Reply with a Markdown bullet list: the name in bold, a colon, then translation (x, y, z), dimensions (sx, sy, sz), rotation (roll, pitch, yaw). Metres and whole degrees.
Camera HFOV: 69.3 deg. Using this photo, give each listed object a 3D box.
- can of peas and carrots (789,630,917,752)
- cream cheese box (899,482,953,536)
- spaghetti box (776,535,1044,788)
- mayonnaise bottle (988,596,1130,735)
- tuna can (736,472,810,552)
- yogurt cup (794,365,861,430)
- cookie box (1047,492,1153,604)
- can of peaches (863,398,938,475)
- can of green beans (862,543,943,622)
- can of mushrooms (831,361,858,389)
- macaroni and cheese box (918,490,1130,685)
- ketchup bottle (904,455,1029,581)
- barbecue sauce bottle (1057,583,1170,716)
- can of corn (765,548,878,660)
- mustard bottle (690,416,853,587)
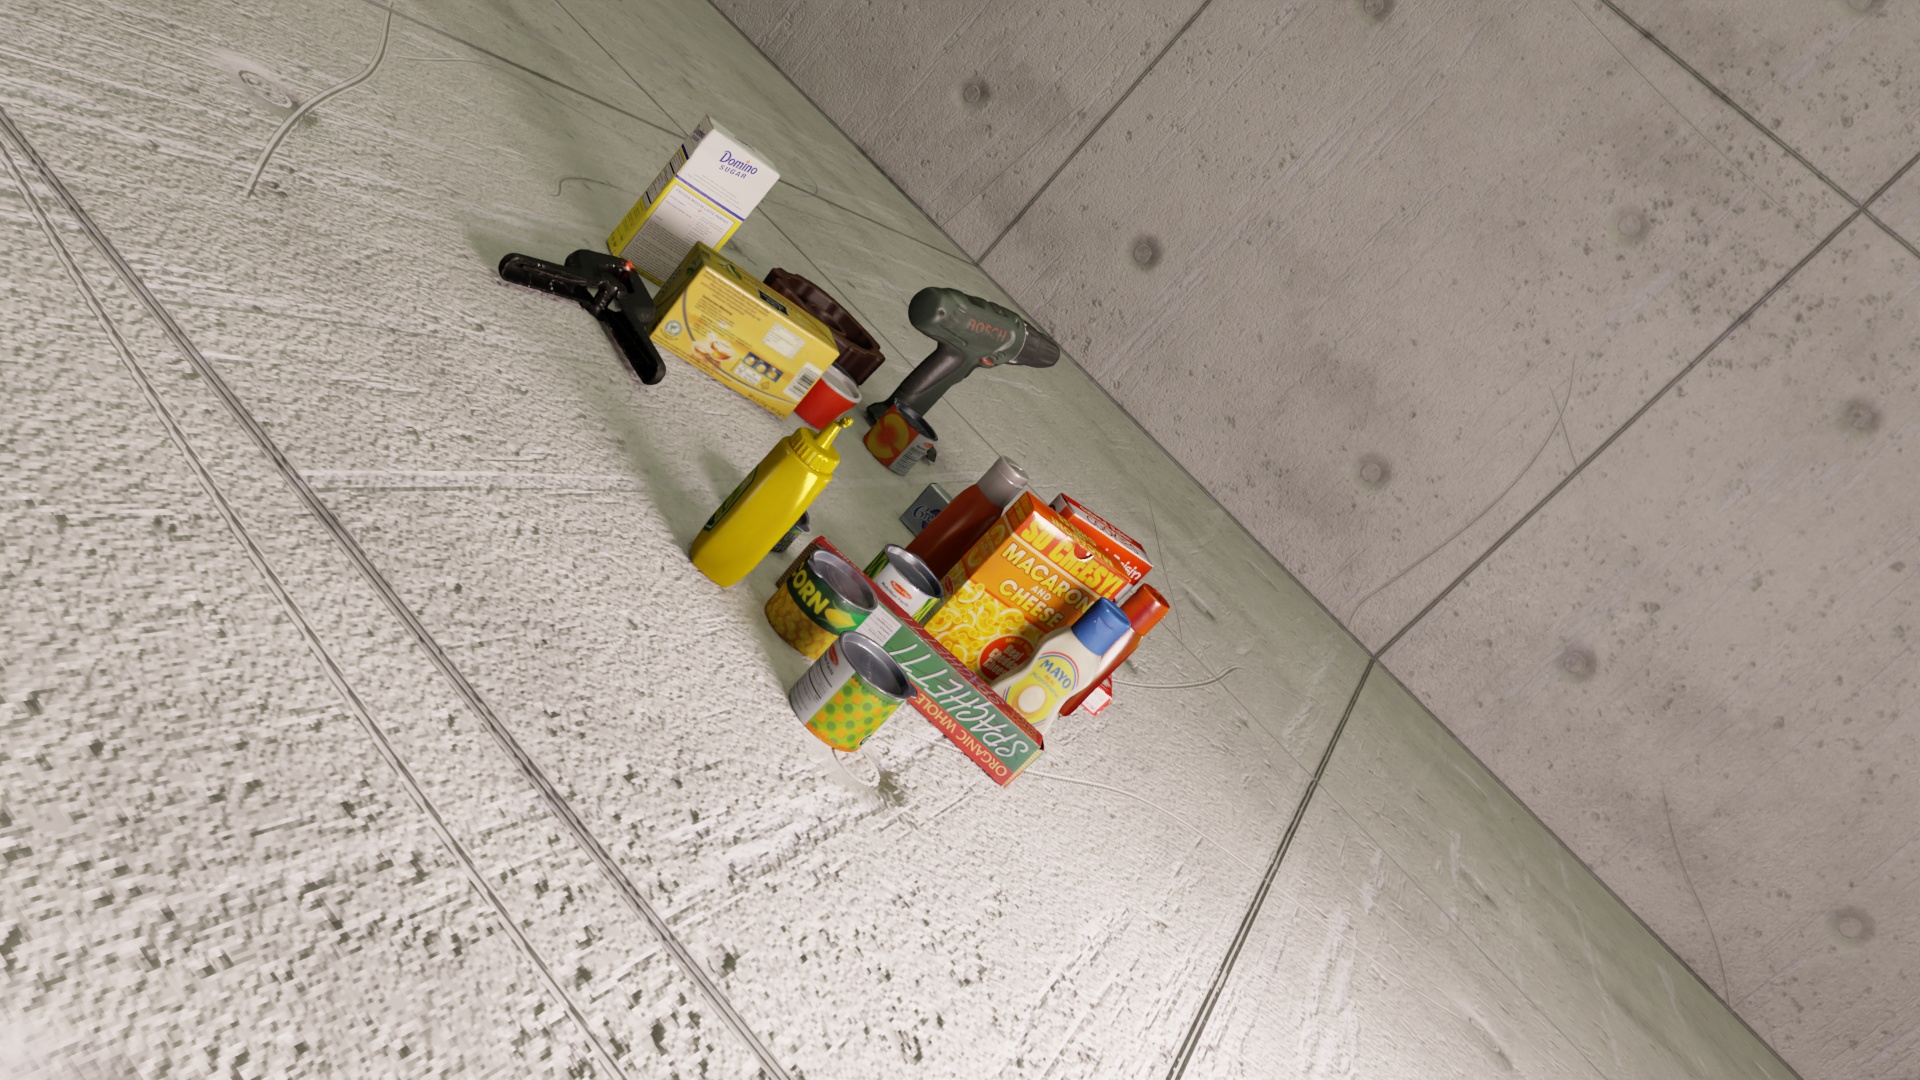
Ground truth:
- **can of peas and carrots**: translation (-0.076, 0.108, 0.981), dimensions (0.071, 0.058, 0.071), rotation (39, 16, -13)
- **cream cheese box**: translation (-0.010, -0.006, 1.453), dimensions (0.104, 0.053, 0.024), rotation (46, 15, 11)
- **spaghetti box**: translation (-0.039, 0.098, 1.115), dimensions (0.250, 0.050, 0.029), rotation (42, 15, -3)
- **mayonnaise bottle**: translation (0.083, 0.111, 1.196), dimensions (0.065, 0.147, 0.041), rotation (43, 15, 0)
- **tuna can**: translation (-0.160, -0.022, 1.164), dimensions (0.071, 0.032, 0.071), rotation (39, 16, -13)
- **yogurt cup**: translation (-0.149, -0.156, 1.502), dimensions (0.072, 0.054, 0.072), rotation (39, 16, -13)
- **cookie box**: translation (0.085, 0.046, 1.336), dimensions (0.123, 0.167, 0.040), rotation (31, 19, -38)
- **can of peaches**: translation (-0.070, -0.118, 1.591), dimensions (0.071, 0.058, 0.071), rotation (39, 16, -13)
- **can of green beans**: translation (-0.058, 0.046, 1.191), dimensions (0.071, 0.057, 0.071), rotation (39, 16, -13)
- **can of mushrooms**: translation (-0.154, -0.183, 1.602), dimensions (0.071, 0.033, 0.071), rotation (39, 16, -13)
- **macaroni and cheese box**: translation (0.049, 0.055, 1.228), dimensions (0.123, 0.166, 0.040), rotation (35, 17, -27)
- **ketchup bottle**: translation (0.005, -0.017, 1.339), dimensions (0.043, 0.148, 0.065), rotation (51, 17, 28)
- **barbecue sauce bottle**: translation (0.141, 0.105, 1.352), dimensions (0.043, 0.148, 0.065), rotation (43, 15, 0)
- **can of corn**: translation (-0.108, 0.049, 1.059), dimensions (0.071, 0.058, 0.071), rotation (39, 16, -13)
- **mustard bottle**: translation (-0.135, -0.037, 1.027), dimensions (0.049, 0.160, 0.065), rotation (39, 16, -15)
